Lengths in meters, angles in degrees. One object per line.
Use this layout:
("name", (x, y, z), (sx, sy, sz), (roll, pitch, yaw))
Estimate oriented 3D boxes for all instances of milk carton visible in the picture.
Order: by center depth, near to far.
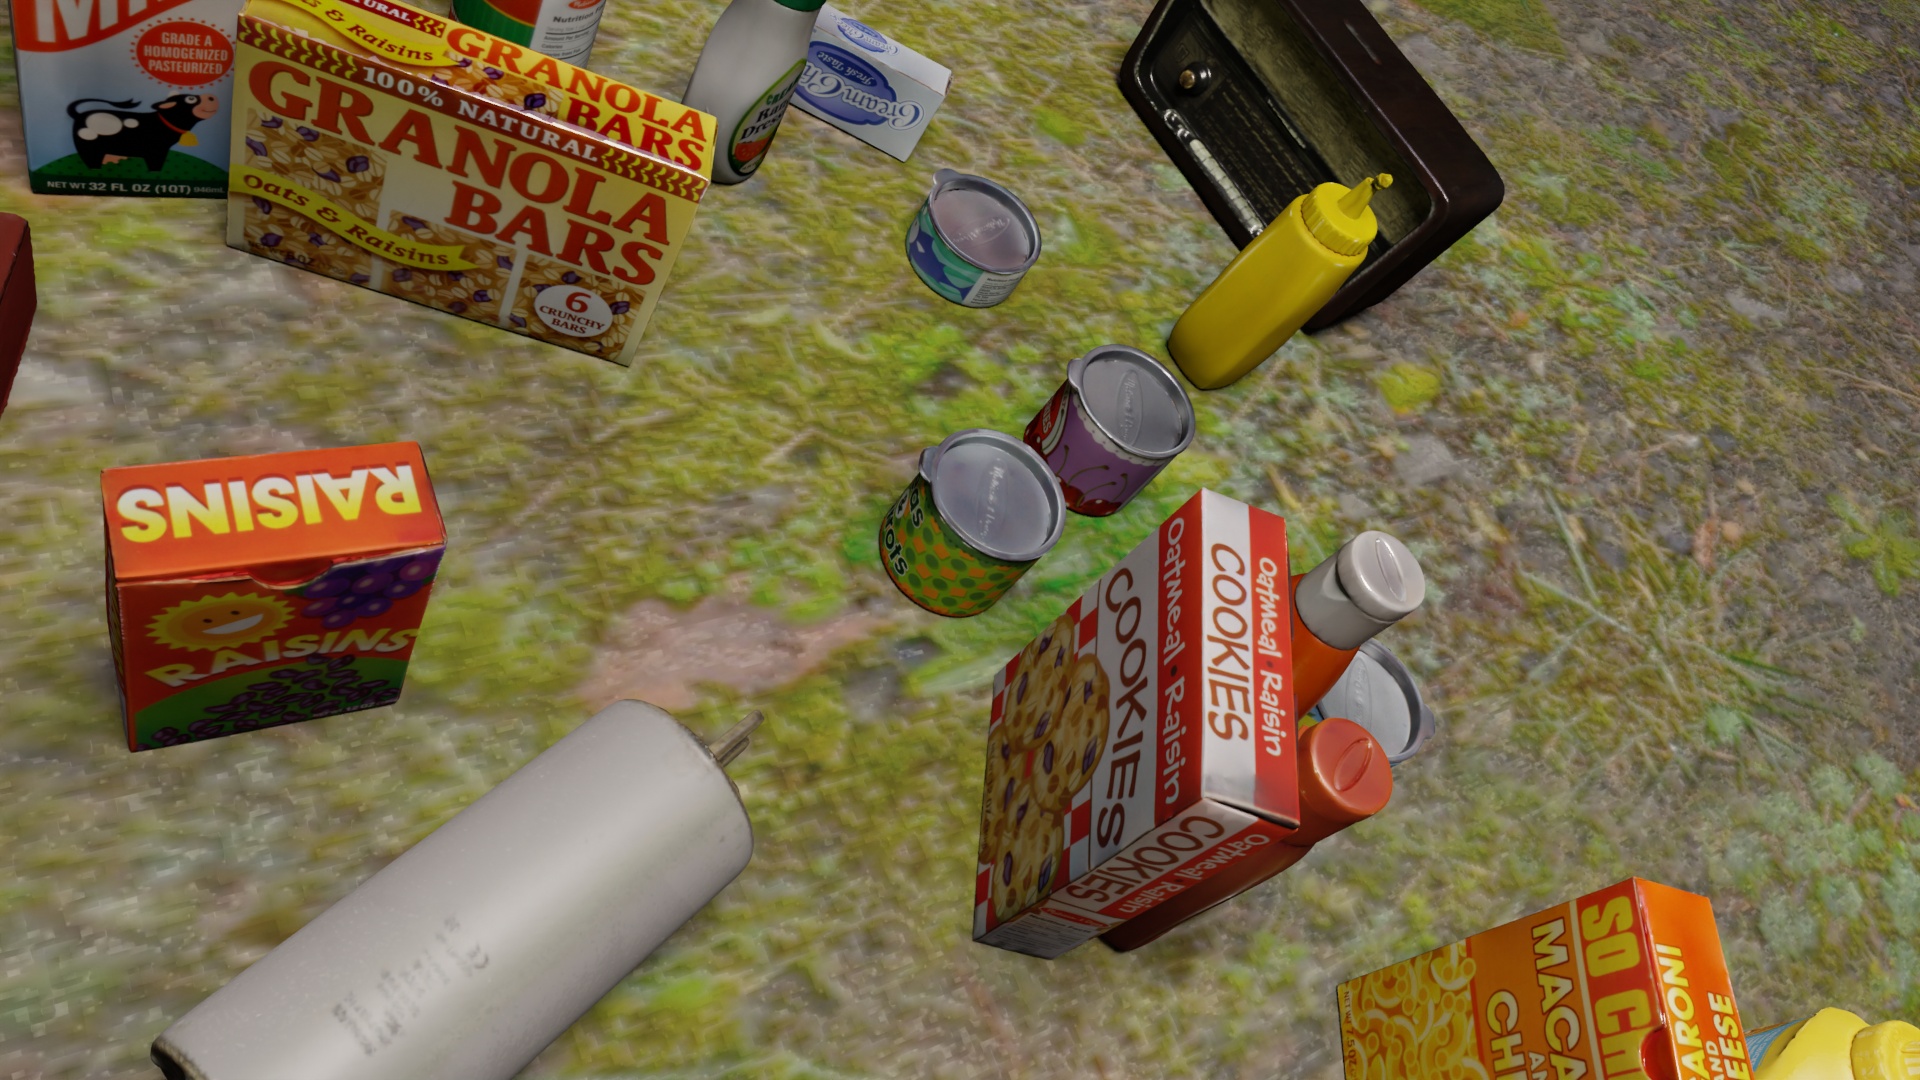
("milk carton", (-0.298, -0.213, 0.494), (0.072, 0.189, 0.073), (-7, 65, -33))

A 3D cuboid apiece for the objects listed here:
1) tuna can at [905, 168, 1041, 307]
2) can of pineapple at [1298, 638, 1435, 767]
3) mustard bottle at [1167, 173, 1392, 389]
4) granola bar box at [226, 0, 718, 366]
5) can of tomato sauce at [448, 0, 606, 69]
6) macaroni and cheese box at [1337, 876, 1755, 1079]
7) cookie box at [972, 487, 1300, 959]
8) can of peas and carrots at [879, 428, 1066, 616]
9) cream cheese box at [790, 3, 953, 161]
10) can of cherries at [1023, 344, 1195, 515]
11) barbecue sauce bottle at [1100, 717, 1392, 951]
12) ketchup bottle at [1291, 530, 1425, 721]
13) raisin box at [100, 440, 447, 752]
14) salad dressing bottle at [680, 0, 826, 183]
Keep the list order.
("tuna can", (0.005, -0.160, 0.733), (0.071, 0.032, 0.071), (14, 55, -21))
("can of pineapple", (0.176, 0.086, 0.656), (0.071, 0.057, 0.071), (14, 55, -21))
("mustard bottle", (0.174, -0.142, 0.734), (0.065, 0.159, 0.049), (-27, 77, -39))
("granola bar box", (-0.194, -0.142, 0.551), (0.165, 0.123, 0.039), (16, 54, -20))
("can of tomato sauce", (-0.201, -0.253, 0.645), (0.071, 0.082, 0.071), (14, 55, -21))
("macaroni and cheese box", (0.214, 0.213, 0.524), (0.040, 0.165, 0.124), (17, 54, -19))
("cookie box", (0.062, 0.075, 0.527), (0.040, 0.166, 0.123), (19, 53, -18))
("can of peas and carrots", (0.002, -0.008, 0.617), (0.071, 0.058, 0.071), (14, 55, -21))
("cream cheese box", (-0.062, -0.249, 0.740), (0.104, 0.053, 0.024), (24, 52, -14))
("can of cherries", (0.070, -0.055, 0.686), (0.071, 0.058, 0.072), (14, 55, -21))
("barbecue sauce bottle", (0.104, 0.113, 0.539), (0.043, 0.147, 0.065), (47, 50, 4))
("ketchup bottle", (0.137, 0.046, 0.599), (0.043, 0.148, 0.065), (2, 60, -28))
("raisin box", (-0.216, 0.020, 0.434), (0.086, 0.122, 0.040), (-8, 65, -33))
("salad dressing bottle", (-0.093, -0.233, 0.650), (0.044, 0.147, 0.064), (40, 50, -1))
